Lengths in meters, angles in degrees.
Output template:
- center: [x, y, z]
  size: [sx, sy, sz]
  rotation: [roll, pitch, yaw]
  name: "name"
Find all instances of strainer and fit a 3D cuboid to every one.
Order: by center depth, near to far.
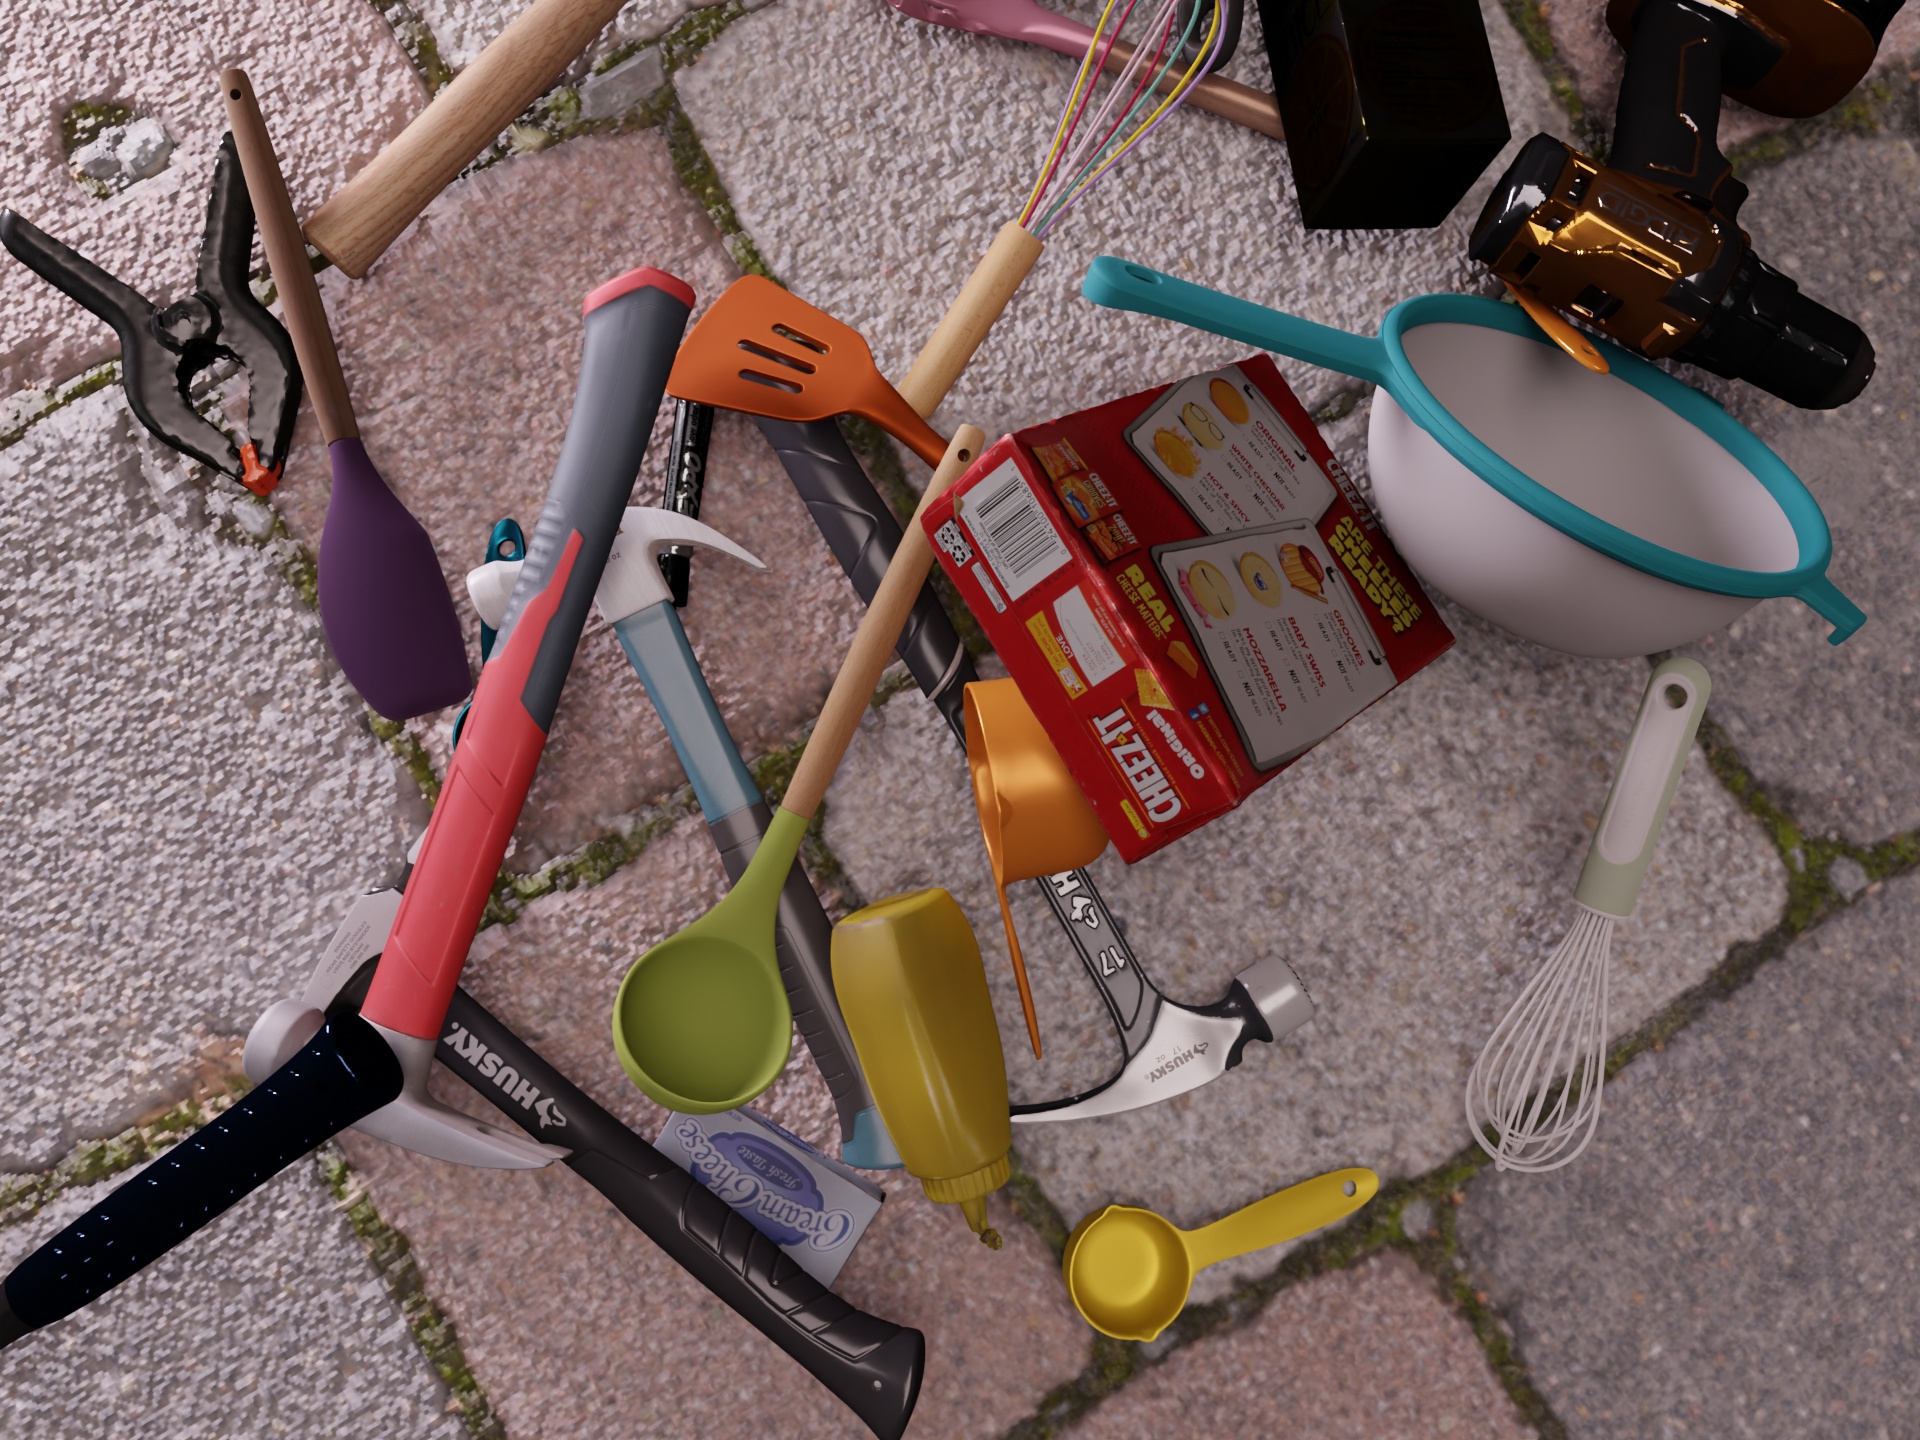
- center: [0.202, -0.111, 0.697]
  size: [0.340, 0.095, 0.211]
  rotation: [15, 39, -10]
  name: "strainer"

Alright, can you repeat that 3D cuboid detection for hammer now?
- center: [-0.398, 0.255, 0.671]
  size: [0.405, 0.035, 0.144]
  rotation: [-35, 87, 9]
  name: "hammer"
- center: [-0.177, -0.005, 0.685]
  size: [0.143, 0.038, 0.386]
  rotation: [19, 88, 8]
  name: "hammer"
- center: [-0.154, 0.200, 0.700]
  size: [0.335, 0.035, 0.146]
  rotation: [36, 86, 11]
  name: "hammer"
- center: [-0.098, 0.055, 0.728]
  size: [0.128, 0.033, 0.331]
  rotation: [-25, 90, 0]
  name: "hammer"
- center: [-0.001, -0.002, 0.747]
  size: [0.149, 0.036, 0.409]
  rotation: [-30, 85, -3]
  name: "hammer"
- center: [-0.191, -0.341, 0.778]
  size: [0.130, 0.031, 0.331]
  rotation: [42, 85, 3]
  name: "hammer"

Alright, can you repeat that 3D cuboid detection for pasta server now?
- center: [0.098, -0.323, 0.779]
  size: [0.316, 0.040, 0.060]
  rotation: [21, 72, 0]
  name: "pasta server"

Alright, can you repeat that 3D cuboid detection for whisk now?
- center: [0.280, 0.090, 0.705]
  size: [0.058, 0.059, 0.246]
  rotation: [22, 104, 31]
  name: "whisk"
- center: [0.040, -0.250, 0.747]
  size: [0.051, 0.047, 0.245]
  rotation: [41, 101, 33]
  name: "whisk"
- center: [0.126, -0.455, 0.773]
  size: [0.073, 0.073, 0.296]
  rotation: [3, 83, -1]
  name: "whisk"

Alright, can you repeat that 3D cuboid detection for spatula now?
- center: [0.017, -0.099, 0.742]
  size: [0.322, 0.041, 0.081]
  rotation: [34, 64, -9]
  name: "spatula"
- center: [-0.297, -0.153, 0.742]
  size: [0.060, 0.018, 0.316]
  rotation: [-17, 88, -4]
  name: "spatula"

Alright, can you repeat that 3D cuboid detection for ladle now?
- center: [-0.058, 0.017, 0.684]
  size: [0.078, 0.062, 0.320]
  rotation: [25, 87, -13]
  name: "ladle"

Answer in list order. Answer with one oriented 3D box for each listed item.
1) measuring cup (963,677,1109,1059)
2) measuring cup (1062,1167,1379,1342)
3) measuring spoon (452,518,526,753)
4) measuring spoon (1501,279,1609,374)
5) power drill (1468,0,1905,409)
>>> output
- center: [0.041, 0.063, 0.692]
  size: [0.052, 0.095, 0.173]
  rotation: [-11, 103, -5]
  name: "measuring cup"
- center: [0.120, 0.236, 0.735]
  size: [0.156, 0.029, 0.062]
  rotation: [-15, 85, -14]
  name: "measuring cup"
- center: [-0.215, -0.033, 0.757]
  size: [0.042, 0.021, 0.129]
  rotation: [-2, 75, 4]
  name: "measuring spoon"
- center: [0.274, -0.199, 0.749]
  size: [0.021, 0.011, 0.117]
  rotation: [4, 44, -25]
  name: "measuring spoon"
- center: [0.360, -0.262, 0.739]
  size: [0.185, 0.084, 0.226]
  rotation: [29, 73, 2]
  name: "power drill"
